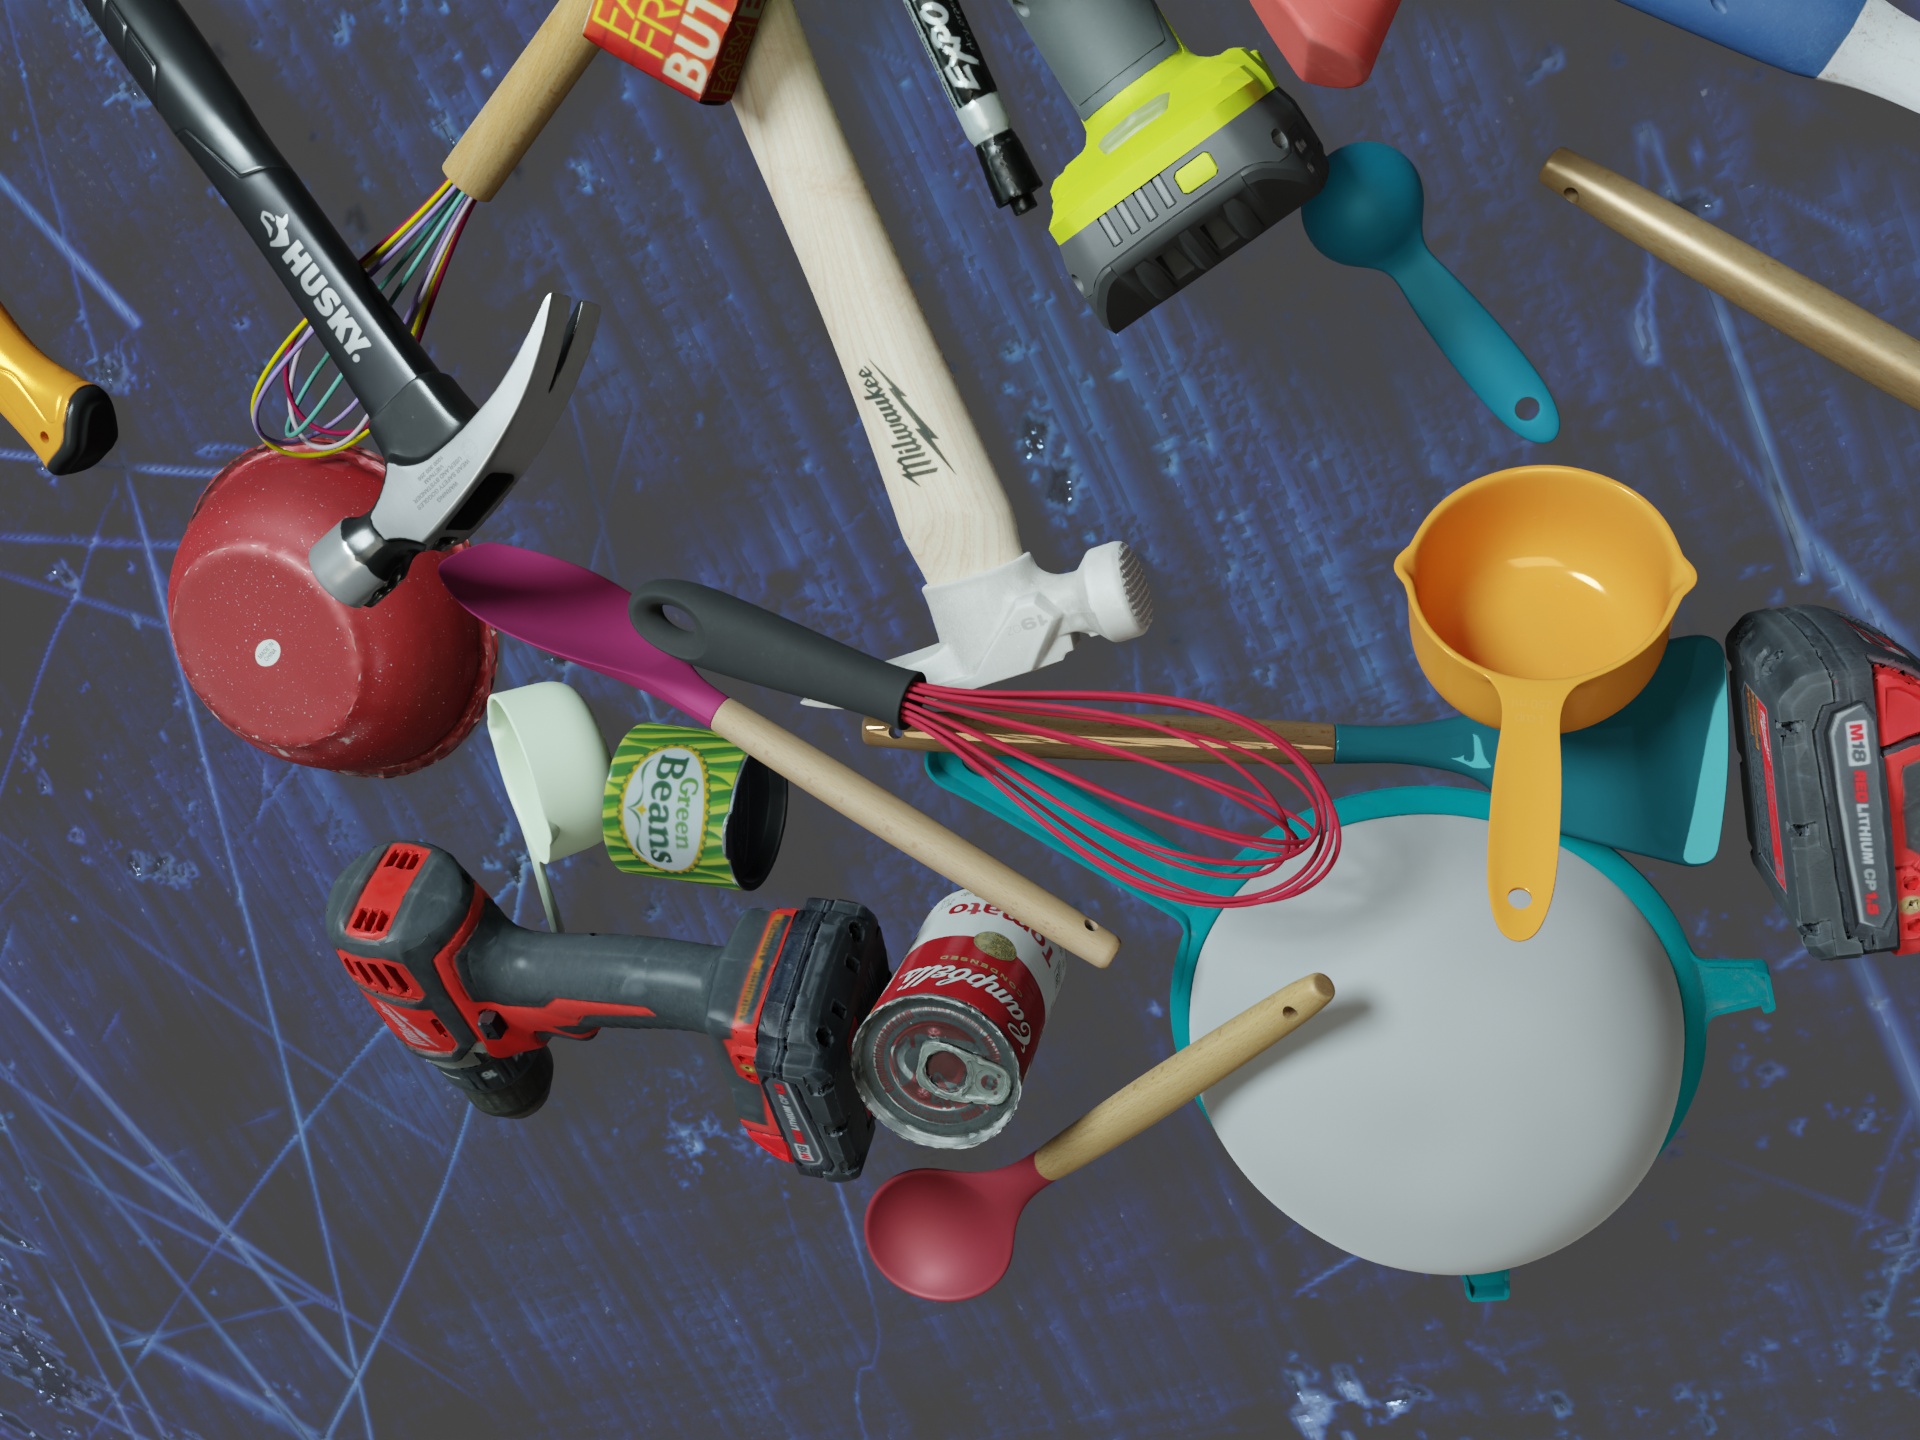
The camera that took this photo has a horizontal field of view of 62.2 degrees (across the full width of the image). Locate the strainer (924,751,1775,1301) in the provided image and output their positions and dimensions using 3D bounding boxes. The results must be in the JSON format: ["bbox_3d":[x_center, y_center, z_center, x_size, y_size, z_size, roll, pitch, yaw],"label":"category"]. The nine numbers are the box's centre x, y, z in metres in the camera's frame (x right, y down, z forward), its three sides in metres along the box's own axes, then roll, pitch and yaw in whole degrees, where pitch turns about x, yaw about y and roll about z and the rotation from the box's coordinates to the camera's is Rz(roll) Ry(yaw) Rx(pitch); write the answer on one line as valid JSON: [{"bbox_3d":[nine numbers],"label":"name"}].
[{"bbox_3d":[0.127,0.107,0.620,0.340,0.095,0.211,30,115,1],"label":"strainer"}]

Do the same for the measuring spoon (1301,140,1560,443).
[{"bbox_3d":[0.167,-0.146,0.554,0.042,0.021,0.128,-39,95,24],"label":"measuring spoon"}]

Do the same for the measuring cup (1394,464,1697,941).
[{"bbox_3d":[0.191,-0.001,0.534,0.095,0.174,0.052,4,155,19],"label":"measuring cup"}]

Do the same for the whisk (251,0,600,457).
[{"bbox_3d":[-0.206,-0.196,0.634,0.047,0.051,0.245,36,112,-23],"label":"whisk"}]

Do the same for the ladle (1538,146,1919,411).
[{"bbox_3d":[0.304,-0.082,0.477,0.320,0.078,0.062,41,75,20],"label":"ladle"}]

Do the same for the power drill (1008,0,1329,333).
[{"bbox_3d":[0.019,-0.237,0.483,0.080,0.171,0.223,-32,102,24],"label":"power drill"}]

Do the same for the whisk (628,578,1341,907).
[{"bbox_3d":[-0.001,-0.002,0.595,0.296,0.073,0.073,19,114,20],"label":"whisk"}]

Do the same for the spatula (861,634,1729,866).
[{"bbox_3d":[0.116,0.007,0.604,0.317,0.044,0.082,1,93,9],"label":"spatula"}]

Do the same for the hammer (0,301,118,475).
[{"bbox_3d":[-0.500,-0.242,0.695,0.127,0.034,0.337,-36,97,23],"label":"hammer"}]

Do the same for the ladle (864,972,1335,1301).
[{"bbox_3d":[0.049,0.174,0.656,0.069,0.031,0.315,44,134,1],"label":"ladle"}]

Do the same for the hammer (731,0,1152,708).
[{"bbox_3d":[-0.064,-0.201,0.591,0.146,0.038,0.410,-16,104,22],"label":"hammer"}]

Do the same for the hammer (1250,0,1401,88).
[{"bbox_3d":[0.170,-0.345,0.419,0.149,0.036,0.359,21,97,8],"label":"hammer"}]

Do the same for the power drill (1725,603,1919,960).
[{"bbox_3d":[0.382,0.000,0.523,0.219,0.078,0.143,-10,107,16],"label":"power drill"}]

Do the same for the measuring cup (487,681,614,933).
[{"bbox_3d":[-0.173,0.055,0.713,0.083,0.038,0.167,47,148,42],"label":"measuring cup"}]

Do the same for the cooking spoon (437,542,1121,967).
[{"bbox_3d":[-0.075,0.011,0.639,0.319,0.069,0.017,31,122,10],"label":"cooking spoon"}]

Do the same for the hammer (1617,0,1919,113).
[{"bbox_3d":[0.266,-0.198,0.455,0.405,0.035,0.144,27,108,5],"label":"hammer"}]

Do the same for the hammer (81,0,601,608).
[{"bbox_3d":[-0.271,-0.218,0.606,0.146,0.035,0.335,-37,84,17],"label":"hammer"}]

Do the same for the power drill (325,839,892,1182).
[{"bbox_3d":[-0.145,0.135,0.693,0.227,0.080,0.187,7,142,12],"label":"power drill"}]
